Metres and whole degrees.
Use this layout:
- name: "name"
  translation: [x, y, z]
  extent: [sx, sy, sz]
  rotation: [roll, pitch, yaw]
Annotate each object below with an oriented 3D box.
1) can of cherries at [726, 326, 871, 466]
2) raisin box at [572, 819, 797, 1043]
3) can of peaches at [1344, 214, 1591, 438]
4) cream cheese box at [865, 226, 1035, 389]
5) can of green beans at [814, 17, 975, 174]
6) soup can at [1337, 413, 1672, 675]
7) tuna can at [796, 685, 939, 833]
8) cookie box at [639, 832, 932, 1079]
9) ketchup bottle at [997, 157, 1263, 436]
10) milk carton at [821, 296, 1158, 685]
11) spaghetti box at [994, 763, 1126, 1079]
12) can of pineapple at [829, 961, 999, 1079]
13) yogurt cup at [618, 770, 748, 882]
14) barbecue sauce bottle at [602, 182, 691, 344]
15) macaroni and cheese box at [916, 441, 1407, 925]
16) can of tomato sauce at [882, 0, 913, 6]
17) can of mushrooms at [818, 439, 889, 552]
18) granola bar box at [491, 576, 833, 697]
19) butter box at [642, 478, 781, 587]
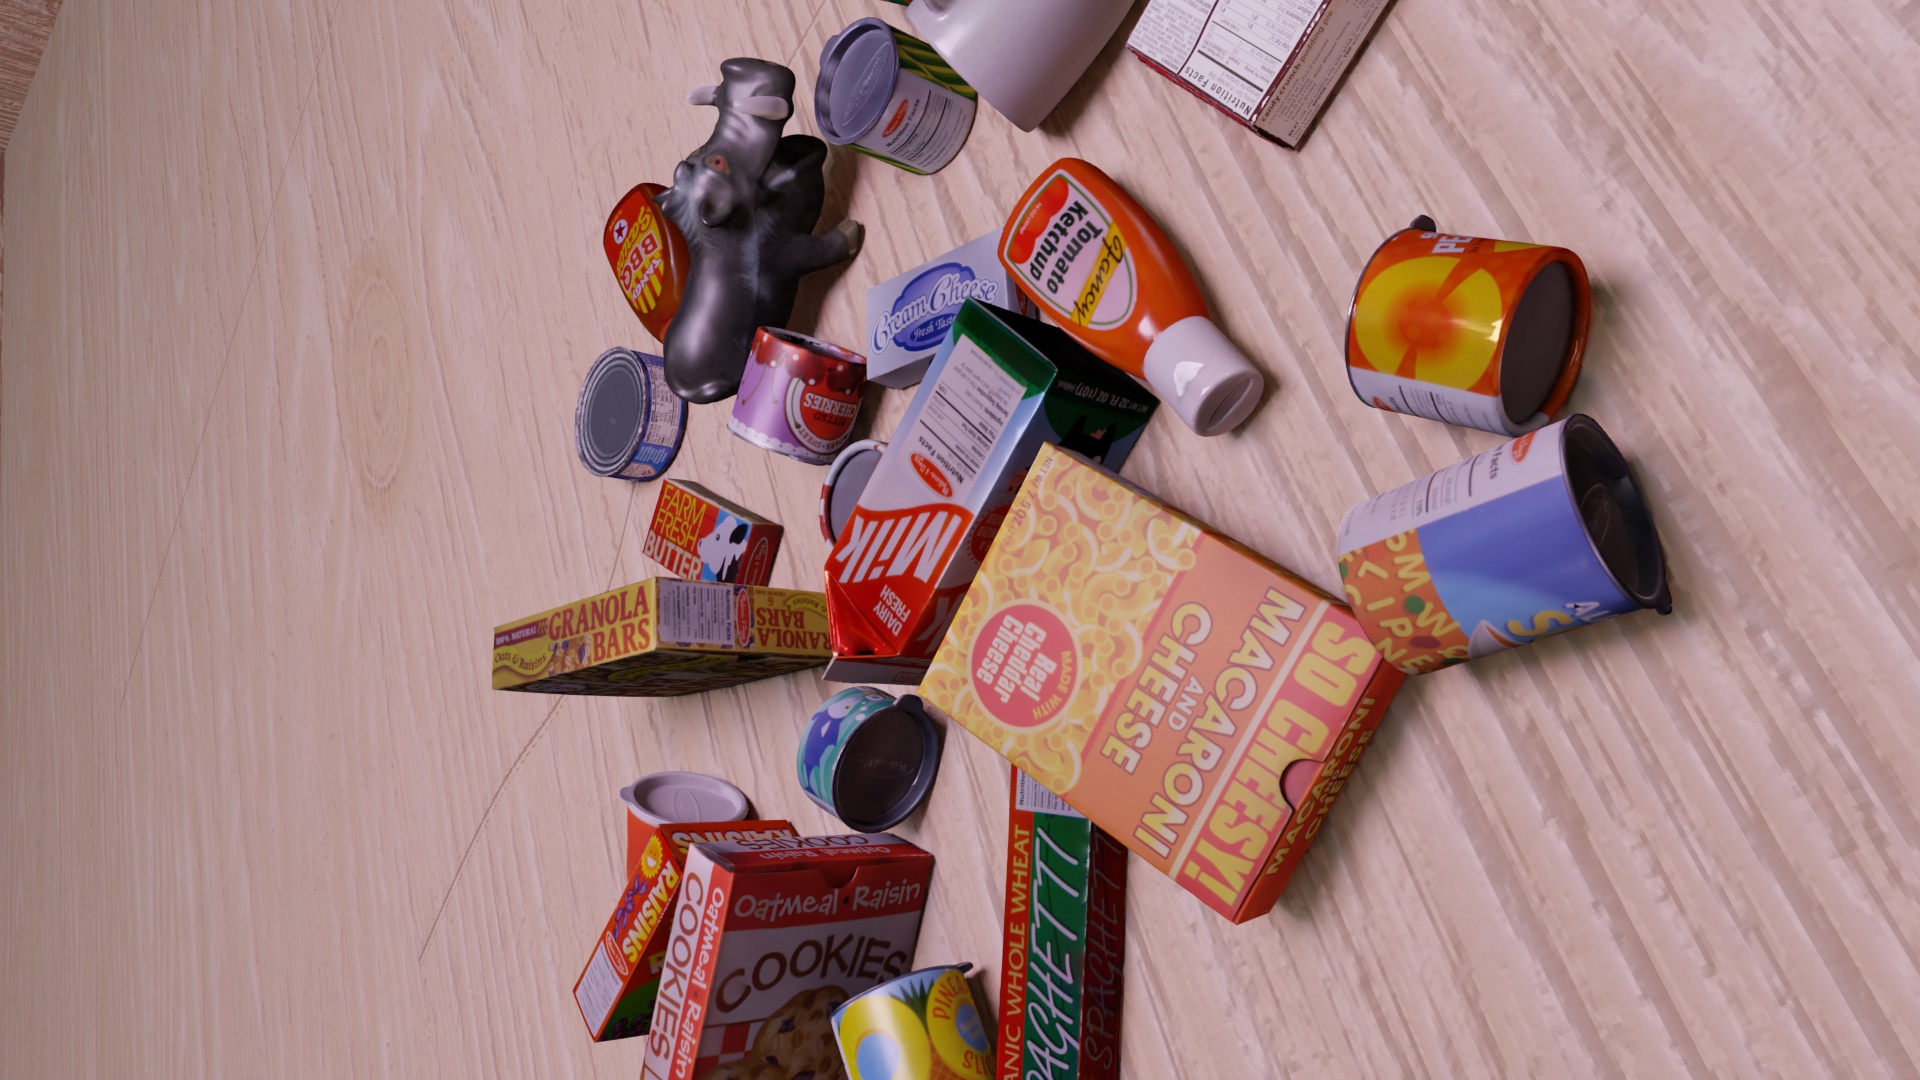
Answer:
- name: "can of cherries"
  translation: [-0.085, -0.078, 0.750]
  extent: [0.071, 0.071, 0.058]
  rotation: [31, 106, 44]
- name: "raisin box"
  translation: [-0.144, 0.209, 0.748]
  extent: [0.040, 0.086, 0.123]
  rotation: [47, 116, 41]
- name: "can of peaches"
  translation: [0.178, -0.075, 0.485]
  extent: [0.058, 0.071, 0.071]
  rotation: [22, 99, 45]
- name: "cream cheese box"
  translation: [-0.006, -0.117, 0.708]
  extent: [0.103, 0.024, 0.053]
  rotation: [-16, 71, 43]
- name: "can of green beans"
  translation: [-0.034, -0.233, 0.731]
  extent: [0.071, 0.058, 0.071]
  rotation: [-9, 78, 44]
- name: "soup can"
  translation: [0.182, 0.006, 0.469]
  extent: [0.083, 0.071, 0.071]
  rotation: [-27, 65, 40]
- name: "tuna can"
  translation: [-0.044, 0.104, 0.680]
  extent: [0.033, 0.071, 0.071]
  rotation: [20, 97, 46]
- name: "cookie box"
  translation: [-0.084, 0.225, 0.659]
  extent: [0.040, 0.123, 0.167]
  rotation: [15, 94, 45]
- name: "ketchup bottle"
  translation: [0.075, -0.105, 0.610]
  extent: [0.064, 0.043, 0.149]
  rotation: [-54, 51, 24]
- name: "milk carton"
  translation: [0.002, -0.008, 0.648]
  extent: [0.073, 0.072, 0.190]
  rotation: [45, 114, 40]
- name: "spaghetti box"
  translation: [0.045, 0.147, 0.608]
  extent: [0.050, 0.029, 0.250]
  rotation: [-3, 81, 45]
- name: "can of pineapple"
  translation: [-0.018, 0.233, 0.633]
  extent: [0.070, 0.071, 0.058]
  rotation: [-43, 56, 32]
- name: "yogurt cup"
  translation: [-0.158, 0.169, 0.787]
  extent: [0.072, 0.072, 0.053]
  rotation: [26, 110, 44]
- name: "barbecue sauce bottle"
  translation: [-0.182, -0.157, 0.879]
  extent: [0.064, 0.044, 0.149]
  rotation: [-48, 53, 30]
- name: "macaroni and cheese box"
  translation: [0.076, 0.052, 0.556]
  extent: [0.167, 0.040, 0.123]
  rotation: [32, 101, 31]
- name: "can of tomato sauce"
  translation: [-0.021, -0.313, 0.723]
  extent: [0.083, 0.071, 0.071]
  rotation: [33, 107, 44]
- name: "can of mushrooms"
  translation: [-0.041, -0.016, 0.719]
  extent: [0.071, 0.033, 0.071]
  rotation: [-10, 76, 44]
- name: "granola bar box"
  translation: [-0.161, 0.057, 0.763]
  extent: [0.165, 0.124, 0.039]
  rotation: [-16, 73, 43]
- name: "butter box"
  translation: [-0.150, 0.001, 0.834]
  extent: [0.103, 0.024, 0.053]
  rotation: [24, 100, 44]
